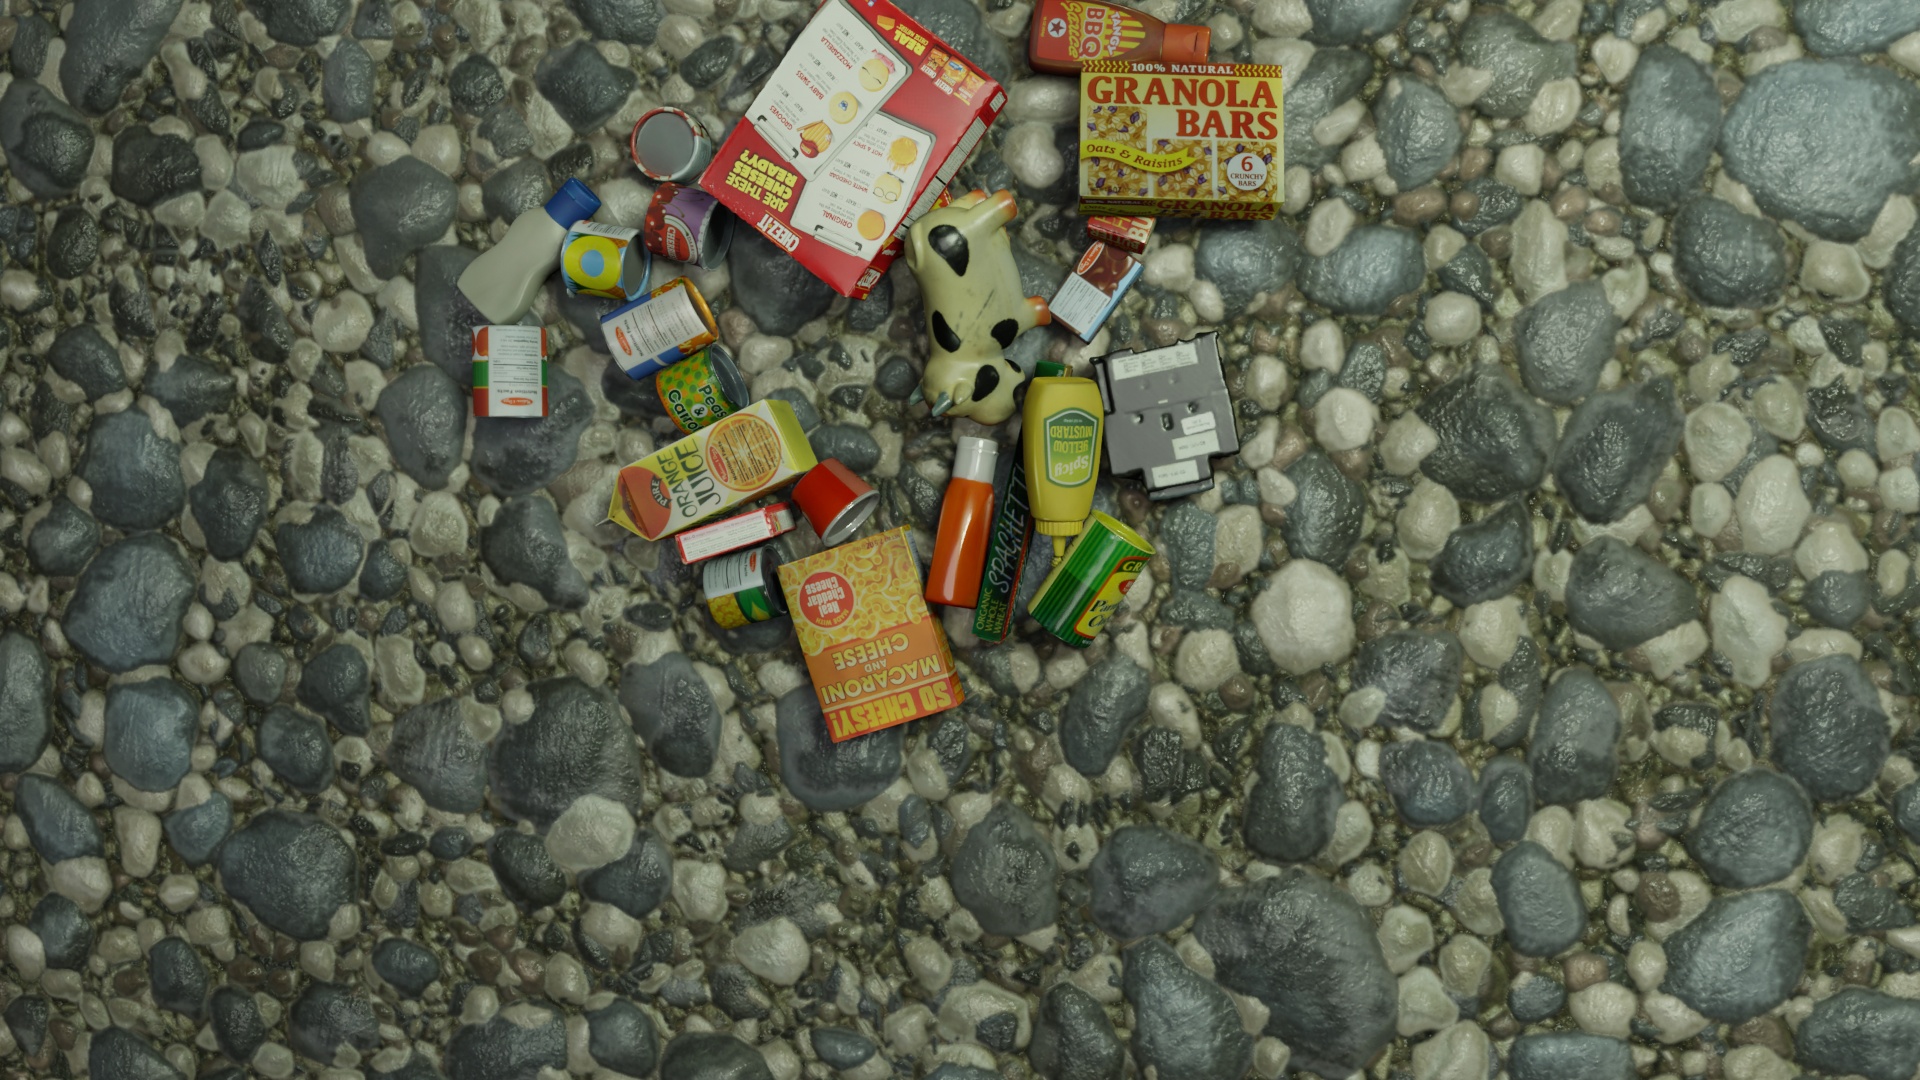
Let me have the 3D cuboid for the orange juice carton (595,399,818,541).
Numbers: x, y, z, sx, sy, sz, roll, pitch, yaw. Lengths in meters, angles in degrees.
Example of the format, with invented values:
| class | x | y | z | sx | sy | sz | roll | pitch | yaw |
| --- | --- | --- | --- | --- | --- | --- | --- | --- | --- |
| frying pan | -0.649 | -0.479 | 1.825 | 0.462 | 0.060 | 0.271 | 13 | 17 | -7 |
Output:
| class | x | y | z | sx | sy | sz | roll | pitch | yaw |
| --- | --- | --- | --- | --- | --- | --- | --- | --- | --- |
| orange juice carton | -0.232 | -0.055 | 1.246 | 0.192 | 0.072 | 0.073 | -25 | 90 | 10 |

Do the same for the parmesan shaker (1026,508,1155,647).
| class | x | y | z | sx | sy | sz | roll | pitch | yaw |
| --- | --- | --- | --- | --- | --- | --- | --- | --- | --- |
| parmesan shaker | 0.113 | 0.033 | 1.197 | 0.071 | 0.071 | 0.103 | 34 | 103 | 6 |

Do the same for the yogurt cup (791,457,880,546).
| class | x | y | z | sx | sy | sz | roll | pitch | yaw |
| --- | --- | --- | --- | --- | --- | --- | --- | --- | --- |
| yogurt cup | -0.113 | -0.036 | 1.232 | 0.054 | 0.072 | 0.072 | 46 | 100 | 12 |

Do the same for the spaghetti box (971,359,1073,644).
| class | x | y | z | sx | sy | sz | roll | pitch | yaw |
| --- | --- | --- | --- | --- | --- | --- | --- | --- | --- |
| spaghetti box | 0.054 | -0.033 | 1.210 | 0.029 | 0.050 | 0.249 | 14 | 97 | 10 |

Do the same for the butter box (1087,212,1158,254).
| class | x | y | z | sx | sy | sz | roll | pitch | yaw |
| --- | --- | --- | --- | --- | --- | --- | --- | --- | --- |
| butter box | 0.148 | -0.297 | 1.172 | 0.053 | 0.024 | 0.103 | 21 | 79 | 7 |

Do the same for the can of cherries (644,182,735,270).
| class | x | y | z | sx | sy | sz | roll | pitch | yaw |
| --- | --- | --- | --- | --- | --- | --- | --- | --- | --- |
| can of cherries | -0.241 | -0.277 | 1.232 | 0.058 | 0.071 | 0.071 | 17 | 97 | 8 |

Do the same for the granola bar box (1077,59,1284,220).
| class | x | y | z | sx | sy | sz | roll | pitch | yaw |
| --- | --- | --- | --- | --- | --- | --- | --- | --- | --- |
| granola bar box | 0.180 | -0.330 | 1.145 | 0.166 | 0.039 | 0.124 | 2 | 79 | 0 |

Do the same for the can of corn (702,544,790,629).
| class | x | y | z | sx | sy | sz | roll | pitch | yaw |
| --- | --- | --- | --- | --- | --- | --- | --- | --- | --- |
| can of corn | -0.191 | 0.044 | 1.251 | 0.058 | 0.071 | 0.071 | -14 | 92 | 11 |

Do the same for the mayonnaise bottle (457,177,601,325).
| class | x | y | z | sx | sy | sz | roll | pitch | yaw |
| --- | --- | --- | --- | --- | --- | --- | --- | --- | --- |
| mayonnaise bottle | -0.391 | -0.267 | 1.274 | 0.148 | 0.041 | 0.065 | -44 | 86 | 9 |

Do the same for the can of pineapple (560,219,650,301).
| class | x | y | z | sx | sy | sz | roll | pitch | yaw |
| --- | --- | --- | --- | --- | --- | --- | --- | --- | --- |
| can of pineapple | -0.318 | -0.249 | 1.250 | 0.058 | 0.071 | 0.071 | 10 | 96 | 9 |

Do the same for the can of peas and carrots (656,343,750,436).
| class | x | y | z | sx | sy | sz | roll | pitch | yaw |
| --- | --- | --- | --- | --- | --- | --- | --- | --- | --- |
| can of peas and carrots | -0.230 | -0.132 | 1.241 | 0.058 | 0.071 | 0.071 | -26 | 90 | 12 |

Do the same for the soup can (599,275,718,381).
| class | x | y | z | sx | sy | sz | roll | pitch | yaw |
| --- | --- | --- | --- | --- | --- | --- | --- | --- | --- |
| soup can | -0.269 | -0.190 | 1.246 | 0.084 | 0.071 | 0.071 | -25 | 90 | 6 |

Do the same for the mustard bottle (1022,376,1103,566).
| class | x | y | z | sx | sy | sz | roll | pitch | yaw |
| --- | --- | --- | --- | --- | --- | --- | --- | --- | --- |
| mustard bottle | 0.085 | -0.055 | 1.158 | 0.065 | 0.049 | 0.159 | -3 | 101 | -14 |

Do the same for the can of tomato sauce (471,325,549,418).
| class | x | y | z | sx | sy | sz | roll | pitch | yaw |
| --- | --- | --- | --- | --- | --- | --- | --- | --- | --- |
| can of tomato sauce | -0.414 | -0.154 | 1.274 | 0.071 | 0.071 | 0.083 | 1 | 94 | 10 |

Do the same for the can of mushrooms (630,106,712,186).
| class | x | y | z | sx | sy | sz | roll | pitch | yaw |
| --- | --- | --- | --- | --- | --- | --- | --- | --- | --- |
| can of mushrooms | -0.262 | -0.355 | 1.249 | 0.071 | 0.033 | 0.071 | 1 | 95 | 10 |

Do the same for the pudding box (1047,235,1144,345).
| class | x | y | z | sx | sy | sz | roll | pitch | yaw |
| --- | --- | --- | --- | --- | --- | --- | --- | --- | --- |
| pudding box | 0.115 | -0.216 | 1.196 | 0.050 | 0.030 | 0.083 | 36 | 99 | 6 |

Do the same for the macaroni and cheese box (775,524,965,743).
| class | x | y | z | sx | sy | sz | roll | pitch | yaw |
| --- | --- | --- | --- | --- | --- | --- | --- | --- | --- |
| macaroni and cheese box | -0.080 | 0.083 | 1.246 | 0.123 | 0.040 | 0.166 | -18 | 91 | 11 |

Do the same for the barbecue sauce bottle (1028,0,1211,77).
| class | x | y | z | sx | sy | sz | roll | pitch | yaw |
| --- | --- | --- | --- | --- | --- | --- | --- | --- | --- |
| barbecue sauce bottle | 0.134 | -0.420 | 1.171 | 0.148 | 0.043 | 0.065 | 9 | 91 | 9 |

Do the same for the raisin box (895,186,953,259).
| class | x | y | z | sx | sy | sz | roll | pitch | yaw |
| --- | --- | --- | --- | --- | --- | --- | --- | --- | --- |
| raisin box | -0.060 | -0.315 | 1.214 | 0.086 | 0.040 | 0.123 | -22 | 89 | 10 |

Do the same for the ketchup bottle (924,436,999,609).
| class | x | y | z | sx | sy | sz | roll | pitch | yaw |
| --- | --- | --- | --- | --- | --- | --- | --- | --- | --- |
| ketchup bottle | 0.004 | -0.015 | 1.216 | 0.043 | 0.065 | 0.149 | 9 | 87 | 21 |
